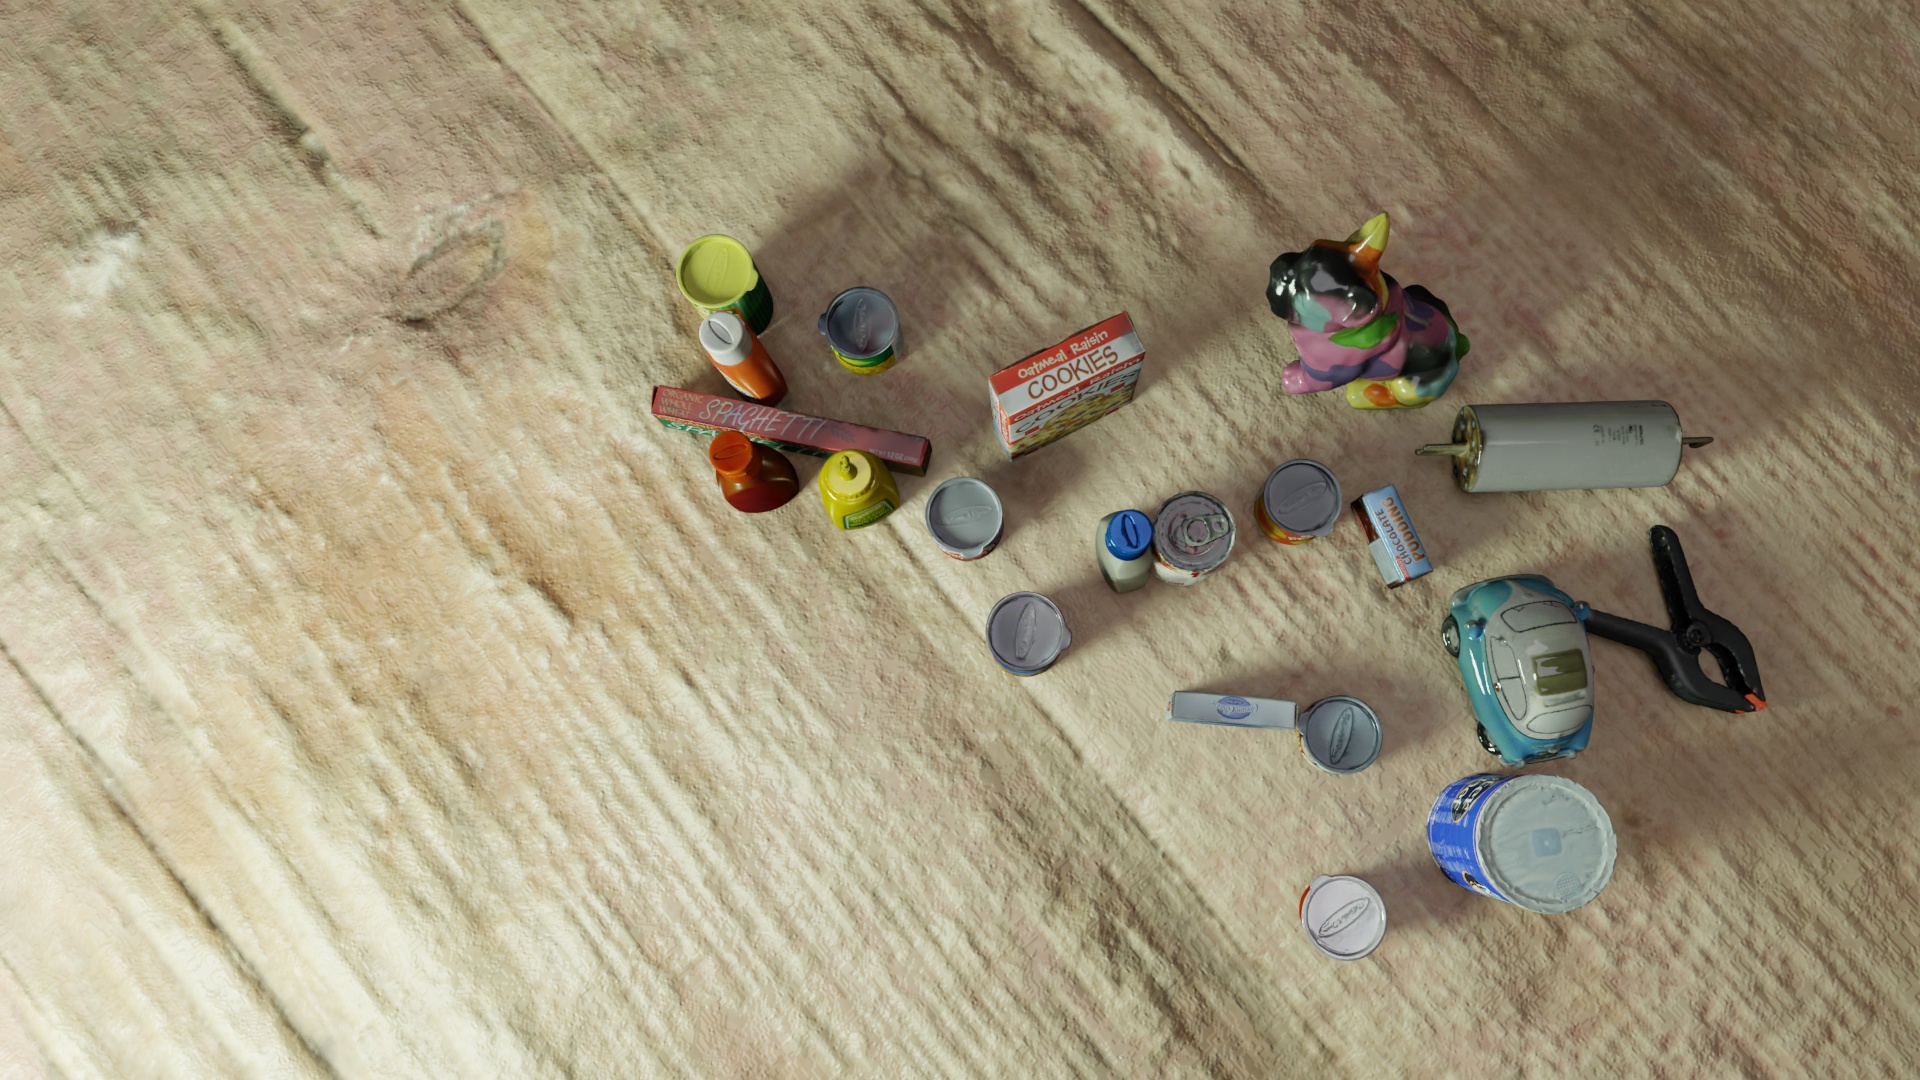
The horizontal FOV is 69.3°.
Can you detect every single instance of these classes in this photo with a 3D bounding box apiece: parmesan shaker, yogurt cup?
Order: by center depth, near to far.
[{"bbox_3d":[0.310,0.307,1.140,0.072,0.054,0.072,0,80,3],"label":"yogurt cup"},{"bbox_3d":[-0.204,-0.220,1.231,0.071,0.103,0.071,0,81,3],"label":"parmesan shaker"}]

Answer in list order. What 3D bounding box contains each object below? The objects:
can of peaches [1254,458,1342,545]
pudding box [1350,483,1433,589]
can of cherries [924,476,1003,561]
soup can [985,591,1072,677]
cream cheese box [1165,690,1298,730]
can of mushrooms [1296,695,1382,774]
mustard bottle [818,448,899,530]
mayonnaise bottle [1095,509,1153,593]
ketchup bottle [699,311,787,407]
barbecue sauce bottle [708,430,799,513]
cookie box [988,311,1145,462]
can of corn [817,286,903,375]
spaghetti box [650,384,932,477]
[{"bbox_3d":[0.291,-0.030,1.197,0.071,0.058,0.071,0,80,3],"label":"can of peaches"},{"bbox_3d":[0.369,-0.003,1.193,0.030,0.049,0.084,-22,80,-1],"label":"pudding box"},{"bbox_3d":[0.004,-0.015,1.208,0.071,0.058,0.071,0,80,3],"label":"can of cherries"},{"bbox_3d":[0.058,0.081,1.176,0.071,0.083,0.071,0,81,3],"label":"soup can"},{"bbox_3d":[0.228,0.144,1.172,0.104,0.053,0.024,5,81,4],"label":"cream cheese box"},{"bbox_3d":[0.317,0.164,1.174,0.071,0.033,0.071,0,80,3],"label":"can of mushrooms"},{"bbox_3d":[-0.089,-0.046,1.166,0.065,0.160,0.049,-24,80,-1],"label":"mustard bottle"},{"bbox_3d":[0.137,0.005,1.153,0.041,0.148,0.065,-16,80,0],"label":"mayonnaise bottle"},{"bbox_3d":[-0.190,-0.158,1.196,0.065,0.148,0.043,44,85,9],"label":"ketchup bottle"},{"bbox_3d":[-0.179,-0.058,1.178,0.065,0.148,0.044,-18,80,0],"label":"barbecue sauce bottle"},{"bbox_3d":[0.087,-0.126,1.168,0.123,0.167,0.040,-26,80,-2],"label":"cookie box"},{"bbox_3d":[-0.088,-0.186,1.242,0.071,0.058,0.071,0,80,3],"label":"can of corn"},{"bbox_3d":[-0.150,-0.097,1.234,0.250,0.050,0.029,11,81,5],"label":"spaghetti box"}]
